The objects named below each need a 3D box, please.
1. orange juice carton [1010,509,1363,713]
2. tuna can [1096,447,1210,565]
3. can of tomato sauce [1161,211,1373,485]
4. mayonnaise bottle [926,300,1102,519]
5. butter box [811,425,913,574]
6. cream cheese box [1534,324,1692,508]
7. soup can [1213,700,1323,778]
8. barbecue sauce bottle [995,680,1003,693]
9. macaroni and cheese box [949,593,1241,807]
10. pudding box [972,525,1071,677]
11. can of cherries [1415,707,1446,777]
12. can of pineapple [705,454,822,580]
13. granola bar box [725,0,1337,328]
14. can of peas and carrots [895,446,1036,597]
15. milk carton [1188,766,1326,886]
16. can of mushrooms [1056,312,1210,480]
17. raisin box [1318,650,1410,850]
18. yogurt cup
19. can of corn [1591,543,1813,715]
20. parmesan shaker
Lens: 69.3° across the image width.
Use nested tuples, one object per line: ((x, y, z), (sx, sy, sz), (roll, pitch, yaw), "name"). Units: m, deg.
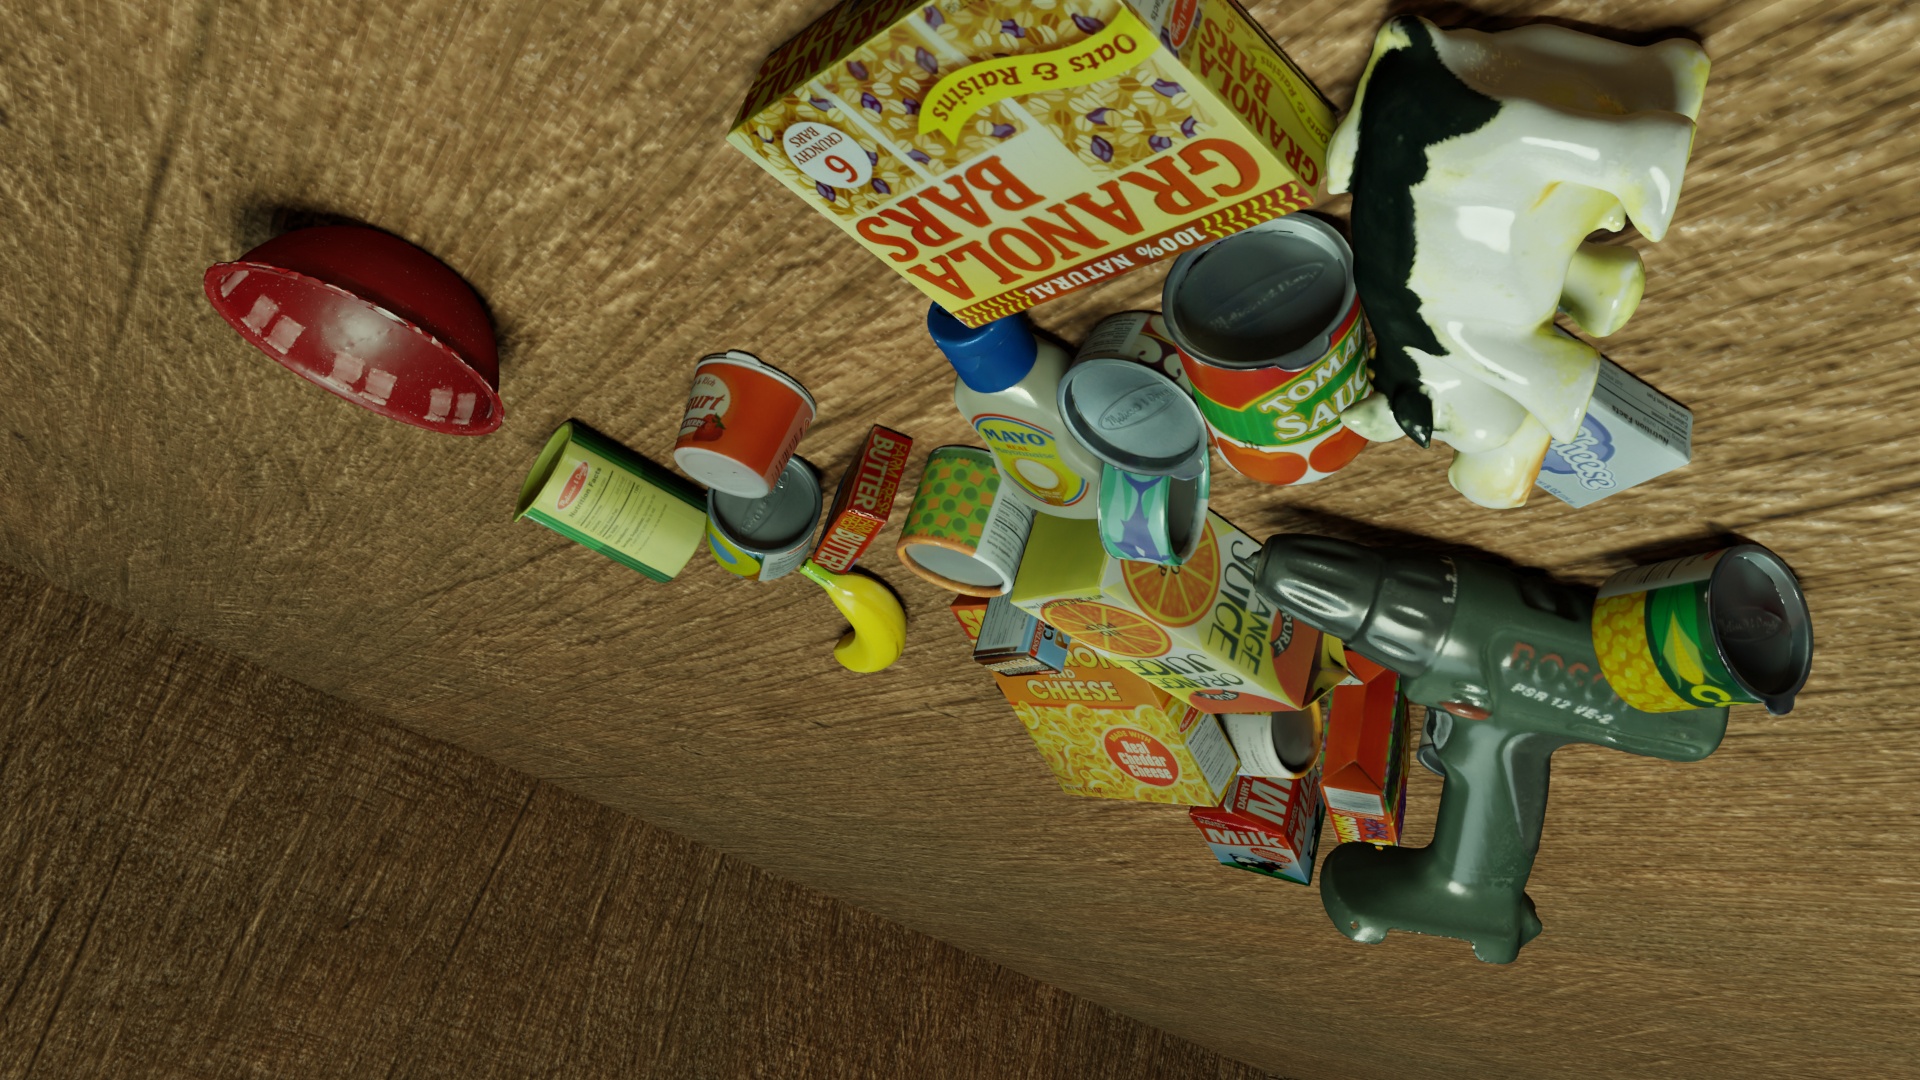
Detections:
((0.127, 0.039, 0.740), (0.192, 0.073, 0.071), (31, 155, -28), "orange juice carton")
((0.089, -0.024, 0.633), (0.033, 0.071, 0.071), (7, 155, 27), "tuna can")
((0.116, -0.066, 0.504), (0.071, 0.071, 0.083), (8, 156, 26), "can of tomato sauce")
((0.030, -0.061, 0.625), (0.065, 0.041, 0.147), (9, 157, 30), "mayonnaise bottle")
((-0.056, -0.021, 0.776), (0.024, 0.053, 0.103), (21, 158, -10), "butter box")
((0.213, -0.051, 0.514), (0.104, 0.024, 0.053), (26, 150, -18), "cream cheese box")
((0.183, 0.118, 0.899), (0.083, 0.071, 0.071), (-6, 148, 45), "soup can")
((0.100, 0.119, 0.996), (0.148, 0.044, 0.064), (30, 156, -26), "barbecue sauce bottle")
((0.084, 0.090, 0.863), (0.123, 0.040, 0.166), (-5, 124, 44), "macaroni and cheese box")
((0.042, 0.033, 0.783), (0.030, 0.084, 0.049), (30, 155, -30), "pudding box")
((0.294, 0.101, 0.772), (0.071, 0.058, 0.071), (16, 157, 7), "can of cherries")
((-0.119, -0.016, 0.824), (0.071, 0.071, 0.057), (21, 158, -5), "can of pineapple")
((0.018, -0.136, 0.457), (0.124, 0.039, 0.165), (34, 154, -31), "granola bar box")
((0.003, -0.009, 0.747), (0.071, 0.059, 0.070), (16, 158, 7), "can of peas and carrots")
((0.221, 0.193, 1.033), (0.073, 0.072, 0.190), (9, 156, 25), "milk carton")
((0.078, -0.059, 0.580), (0.071, 0.034, 0.070), (20, 146, 15), "can of mushrooms")
((0.247, 0.129, 0.839), (0.040, 0.086, 0.123), (4, 154, 22), "raisin box")
((-0.117, -0.058, 0.736), (0.072, 0.054, 0.072), (16, 159, 7), "yogurt cup")
((0.317, 0.042, 0.594), (0.071, 0.071, 0.058), (27, 158, -20), "can of corn")
((-0.222, -0.021, 0.889), (0.103, 0.071, 0.071), (31, 155, -27), "parmesan shaker")
